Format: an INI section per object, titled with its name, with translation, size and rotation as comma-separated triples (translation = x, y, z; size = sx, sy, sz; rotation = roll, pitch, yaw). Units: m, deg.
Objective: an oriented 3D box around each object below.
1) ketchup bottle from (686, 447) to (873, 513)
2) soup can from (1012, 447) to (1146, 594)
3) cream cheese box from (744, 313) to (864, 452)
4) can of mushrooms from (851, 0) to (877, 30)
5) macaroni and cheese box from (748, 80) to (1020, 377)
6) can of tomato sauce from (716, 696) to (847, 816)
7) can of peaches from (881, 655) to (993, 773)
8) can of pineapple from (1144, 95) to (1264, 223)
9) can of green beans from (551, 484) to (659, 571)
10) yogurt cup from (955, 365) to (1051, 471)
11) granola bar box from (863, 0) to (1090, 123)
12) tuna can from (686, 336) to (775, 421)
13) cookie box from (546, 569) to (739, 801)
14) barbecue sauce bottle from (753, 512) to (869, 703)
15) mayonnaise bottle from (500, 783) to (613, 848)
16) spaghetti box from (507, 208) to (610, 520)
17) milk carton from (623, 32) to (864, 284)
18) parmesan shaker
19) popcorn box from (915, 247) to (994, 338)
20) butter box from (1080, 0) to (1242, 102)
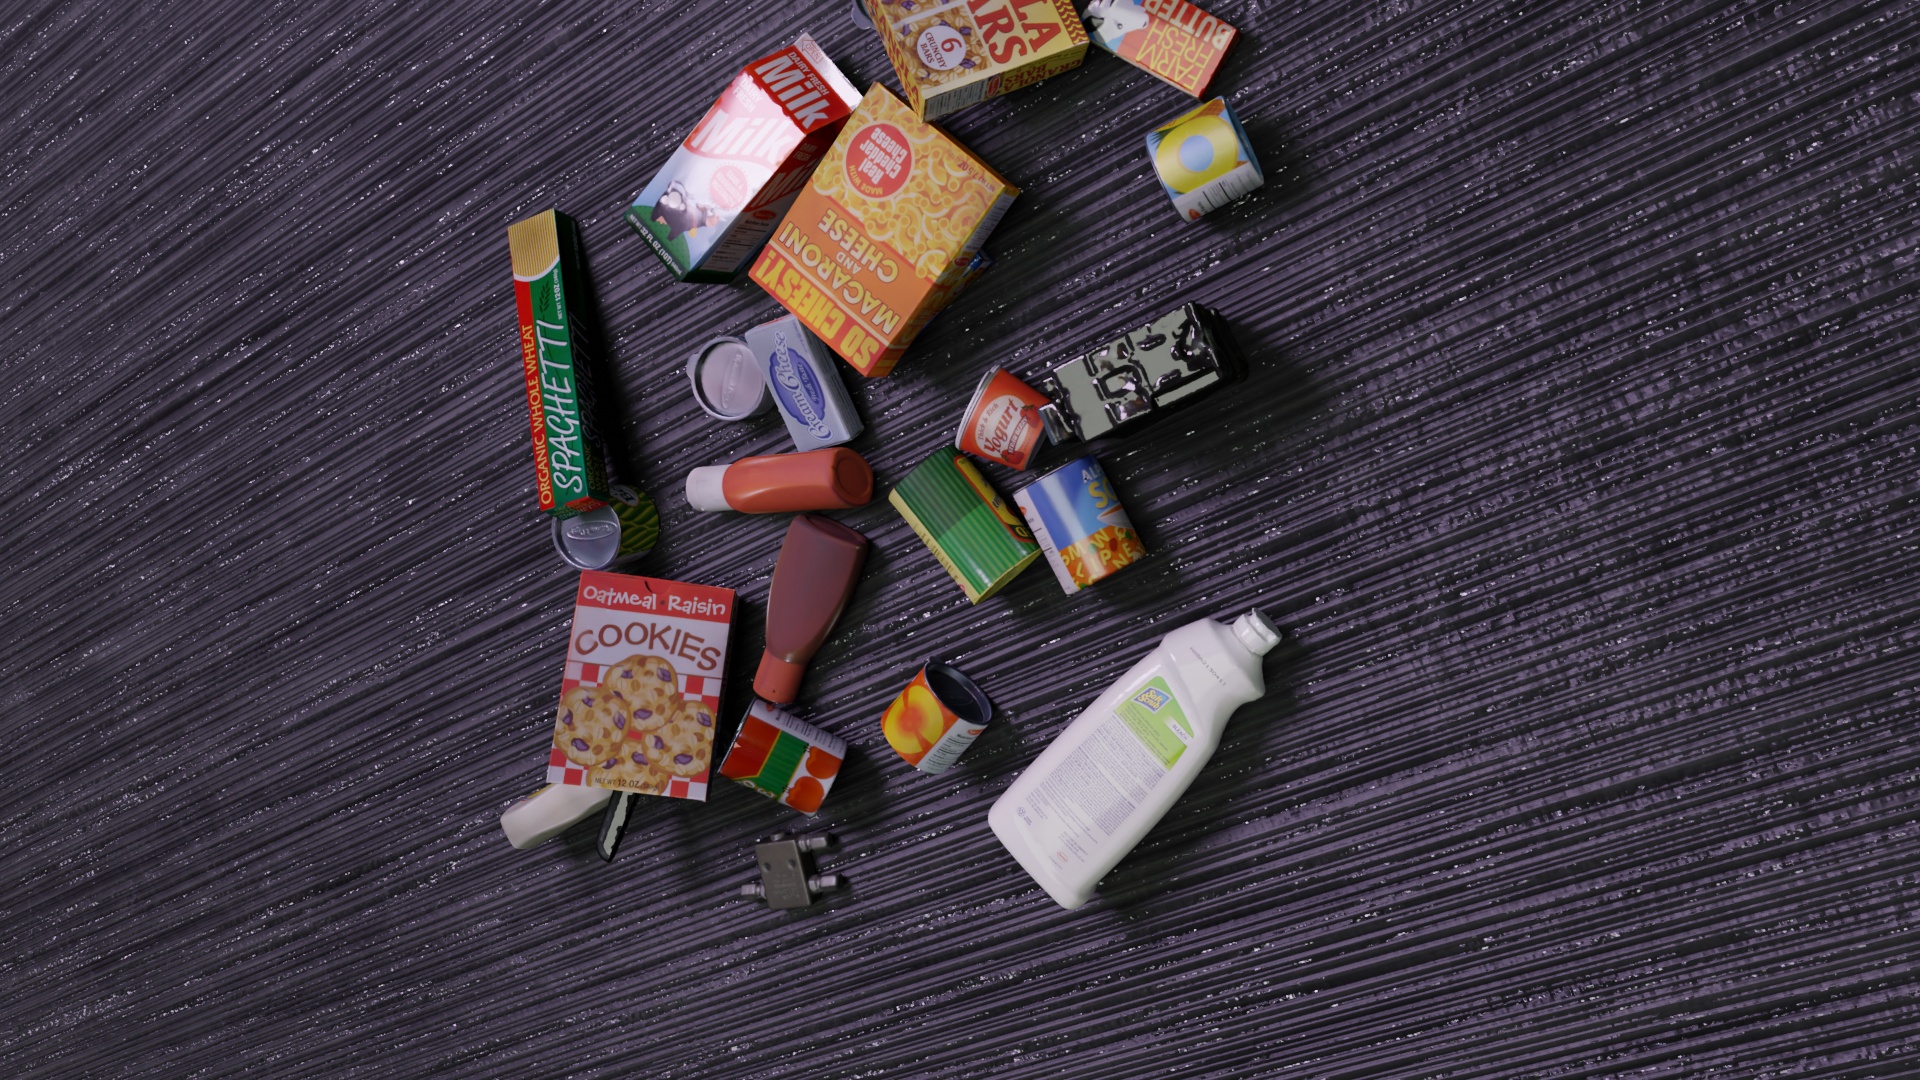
[ketchup bottle]
translation = -0.145, -0.044, 1.078
size = 0.148, 0.064, 0.043
rotation = -3, 75, 29
[soup can]
translation = 0.088, -0.014, 0.993
size = 0.071, 0.071, 0.084
rotation = -29, 88, 22
[cream cheese box]
translation = -0.118, -0.120, 1.056
size = 0.053, 0.024, 0.103
rotation = -12, 110, 35
[can of mushrooms]
translation = -0.045, -0.396, 1.004
size = 0.071, 0.033, 0.071
rotation = 3, 99, 19
[macaroni and cheese box]
translation = -0.056, -0.218, 0.987
size = 0.124, 0.040, 0.166
rotation = 42, 109, 12
[can of tomato sauce]
translation = -0.140, 0.172, 1.091
size = 0.083, 0.071, 0.071
rotation = 27, 107, -6
[can of peaches]
translation = -0.019, 0.133, 1.054
size = 0.071, 0.071, 0.058
rotation = 43, 110, 10
[can of pineapple]
translation = 0.163, -0.256, 0.930
size = 0.058, 0.071, 0.071
rotation = -24, 89, 22
[can of green beans]
translation = -0.289, -0.011, 1.136
size = 0.071, 0.058, 0.071
rotation = 3, 99, 20
[yogurt cup]
translation = 0.035, -0.085, 1.004
size = 0.054, 0.072, 0.072
rotation = 27, 107, 6
[granola bar box]
translation = -0.003, -0.382, 0.949
size = 0.124, 0.039, 0.165
rotation = -23, 81, -9
[tuna can]
translation = -0.177, -0.128, 1.091
size = 0.071, 0.033, 0.071
rotation = 3, 99, 20
[cookie box]
translation = -0.248, 0.114, 1.095
size = 0.123, 0.040, 0.167
rotation = 7, 79, -4
[barbecue sauce bottle]
translation = -0.124, 0.056, 1.093
size = 0.065, 0.044, 0.148
rotation = 25, 106, 12
[mayonnaise bottle]
translation = -0.314, 0.209, 1.176
size = 0.148, 0.065, 0.041
rotation = -31, 85, 11
[spaghetti box]
translation = -0.321, -0.142, 1.111
size = 0.050, 0.028, 0.250
rotation = -16, 76, 22
[milk carton]
translation = -0.156, -0.284, 1.039
size = 0.190, 0.073, 0.072
rotation = -43, 82, 20
[parmesan shaker]
translation = 0.004, -0.013, 1.021
size = 0.071, 0.071, 0.103
rotation = -42, 82, 21
[popcorn box]
translation = -0.050, -0.197, 1.032
size = 0.126, 0.038, 0.085
rotation = -41, 82, 21
[butter box]
translation = 0.135, -0.347, 0.949
size = 0.103, 0.024, 0.053
rotation = 33, 108, 13
